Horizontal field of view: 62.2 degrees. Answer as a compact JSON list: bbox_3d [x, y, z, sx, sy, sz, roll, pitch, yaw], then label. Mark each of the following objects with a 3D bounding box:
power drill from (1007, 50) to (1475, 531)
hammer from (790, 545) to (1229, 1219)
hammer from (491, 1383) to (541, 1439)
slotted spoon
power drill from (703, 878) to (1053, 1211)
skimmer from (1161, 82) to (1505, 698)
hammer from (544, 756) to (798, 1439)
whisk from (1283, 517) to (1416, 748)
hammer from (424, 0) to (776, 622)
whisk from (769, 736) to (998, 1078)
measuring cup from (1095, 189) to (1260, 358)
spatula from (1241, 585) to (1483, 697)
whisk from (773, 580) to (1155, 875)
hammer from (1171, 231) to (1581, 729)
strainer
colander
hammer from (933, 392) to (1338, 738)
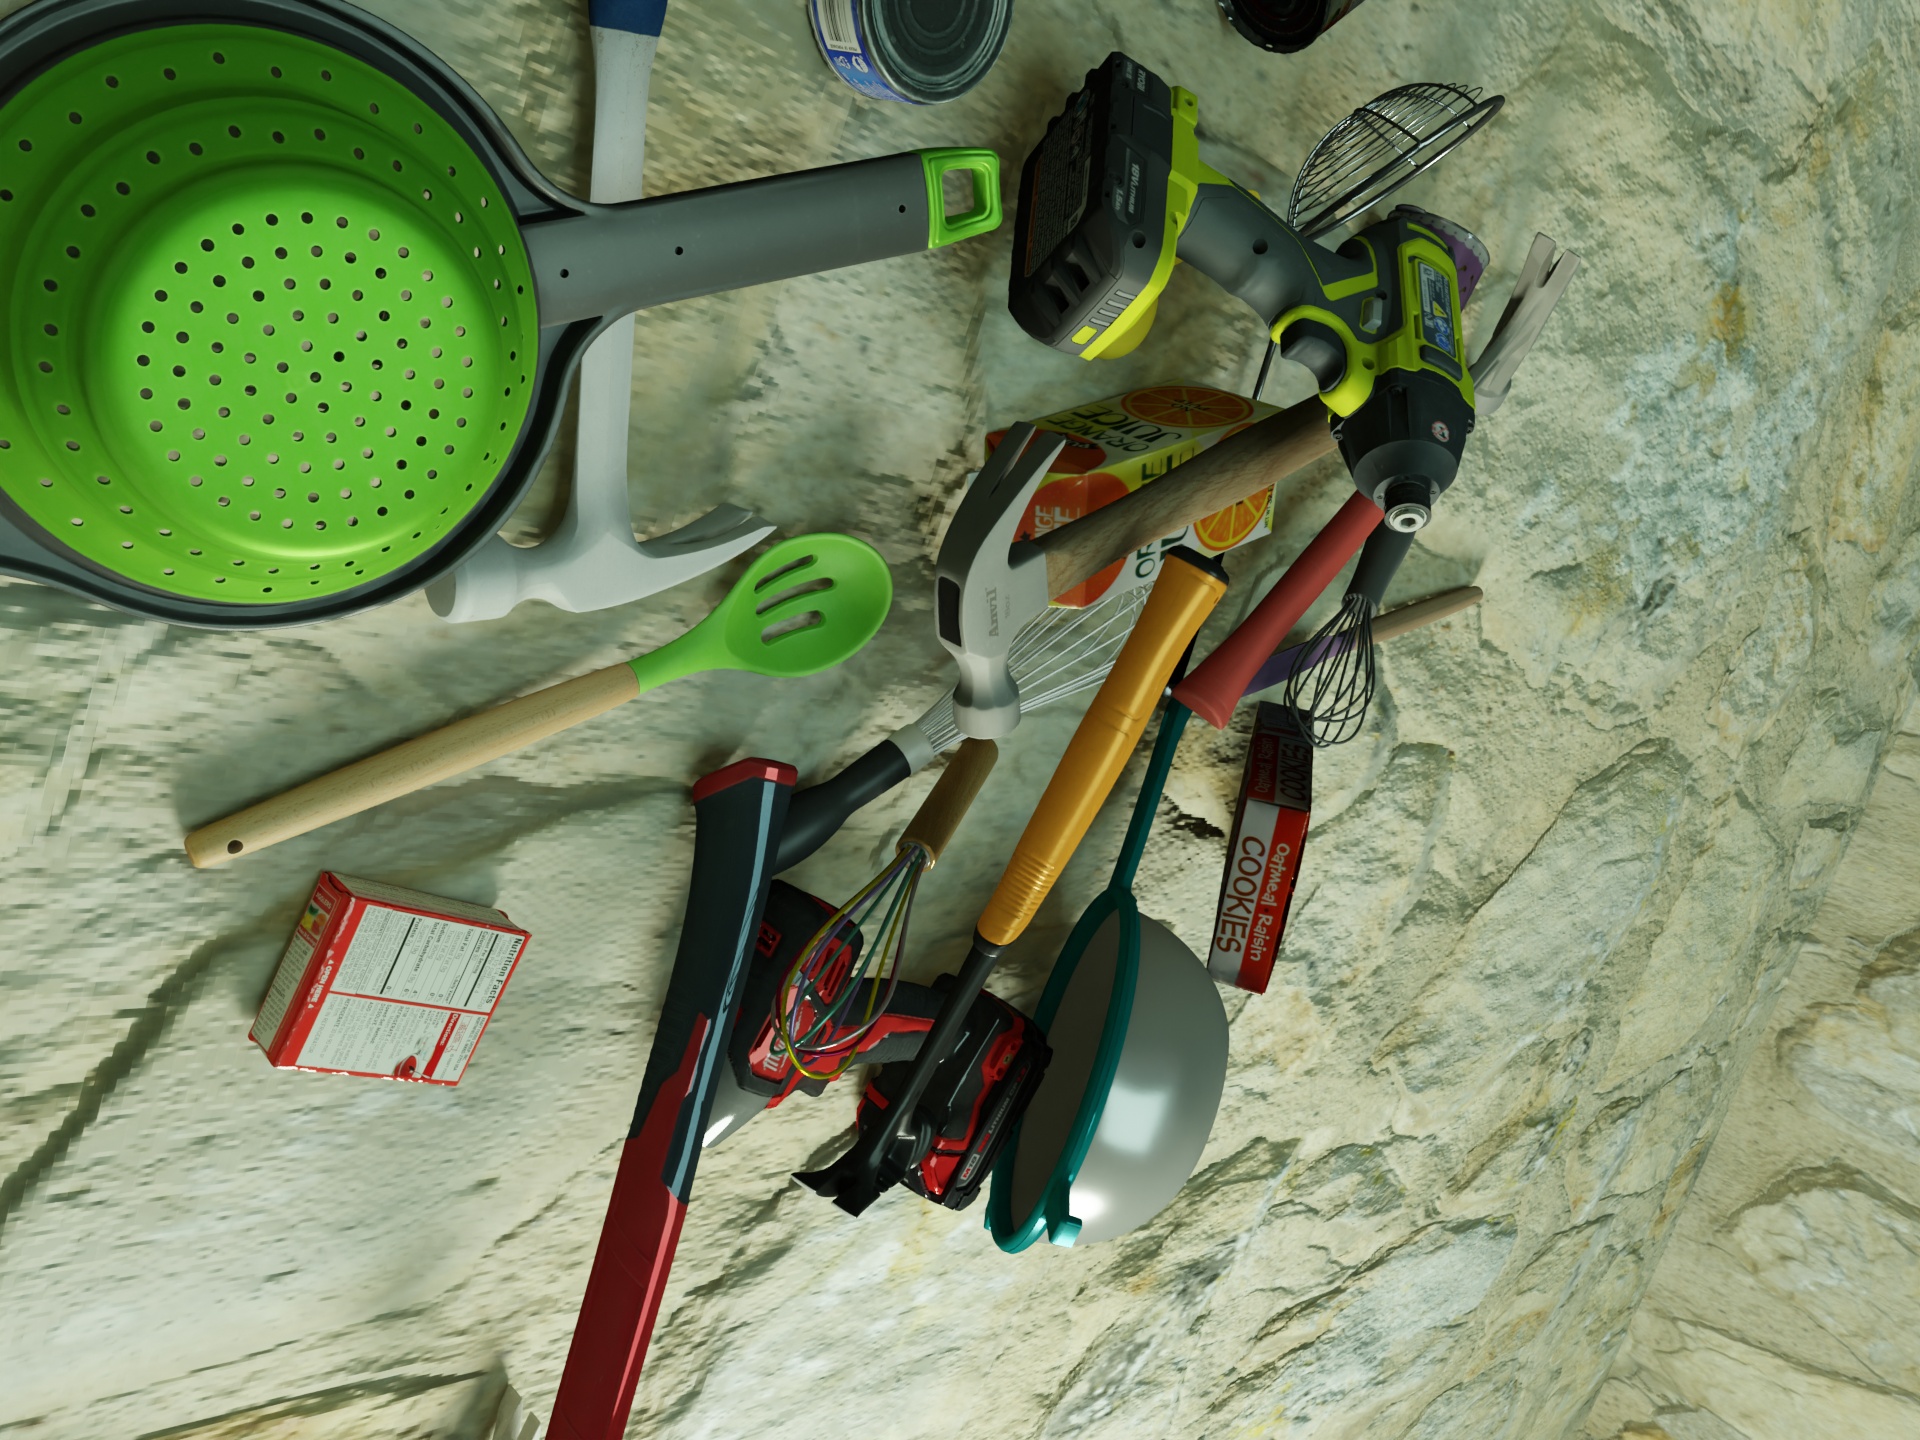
[{"bbox_3d":[0.138,-0.189,0.723,0.223,0.080,0.171,21,56,-23],"label":"power drill"},{"bbox_3d":[0.029,0.072,0.731,0.337,0.034,0.127,-62,166,5],"label":"hammer"},{"bbox_3d":[-0.353,0.338,0.638,0.410,0.038,0.146,31,86,-50],"label":"hammer"},{"bbox_3d":[-0.159,-0.010,0.657,0.314,0.031,0.070,-26,128,-33],"label":"slotted spoon"},{"bbox_3d":[-0.059,0.180,0.832,0.219,0.079,0.143,34,84,-46],"label":"power drill"},{"bbox_3d":[0.194,-0.173,0.888,0.127,0.090,0.363,-41,149,-70],"label":"skimmer"},{"bbox_3d":[-0.123,0.208,0.721,0.038,0.143,0.386,21,84,-79],"label":"hammer"},{"bbox_3d":[0.255,-0.071,1.002,0.239,0.055,0.055,-58,144,-36],"label":"whisk"},{"bbox_3d":[-0.116,-0.235,0.570,0.144,0.035,0.405,-12,119,-42],"label":"hammer"},{"bbox_3d":[-0.029,0.081,0.765,0.051,0.047,0.245,-48,-175,39],"label":"whisk"},{"bbox_3d":[0.110,-0.234,0.811,0.156,0.029,0.062,-36,134,-25],"label":"measuring cup"},{"bbox_3d":[0.276,-0.058,1.087,0.316,0.018,0.059,-19,159,-42],"label":"spatula"},{"bbox_3d":[-0.001,-0.002,0.808,0.284,0.070,0.070,-35,133,-22],"label":"whisk"},{"bbox_3d":[0.249,-0.135,0.958,0.359,0.037,0.149,-48,164,-19],"label":"hammer"},{"bbox_3d":[0.115,0.151,0.920,0.211,0.095,0.340,123,-12,-71],"label":"strainer"},{"bbox_3d":[-0.134,-0.136,0.509,0.397,0.095,0.204,-20,121,-27],"label":"colander"},{"bbox_3d":[0.117,-0.116,0.769,0.331,0.031,0.130,-30,131,-31],"label":"hammer"}]
